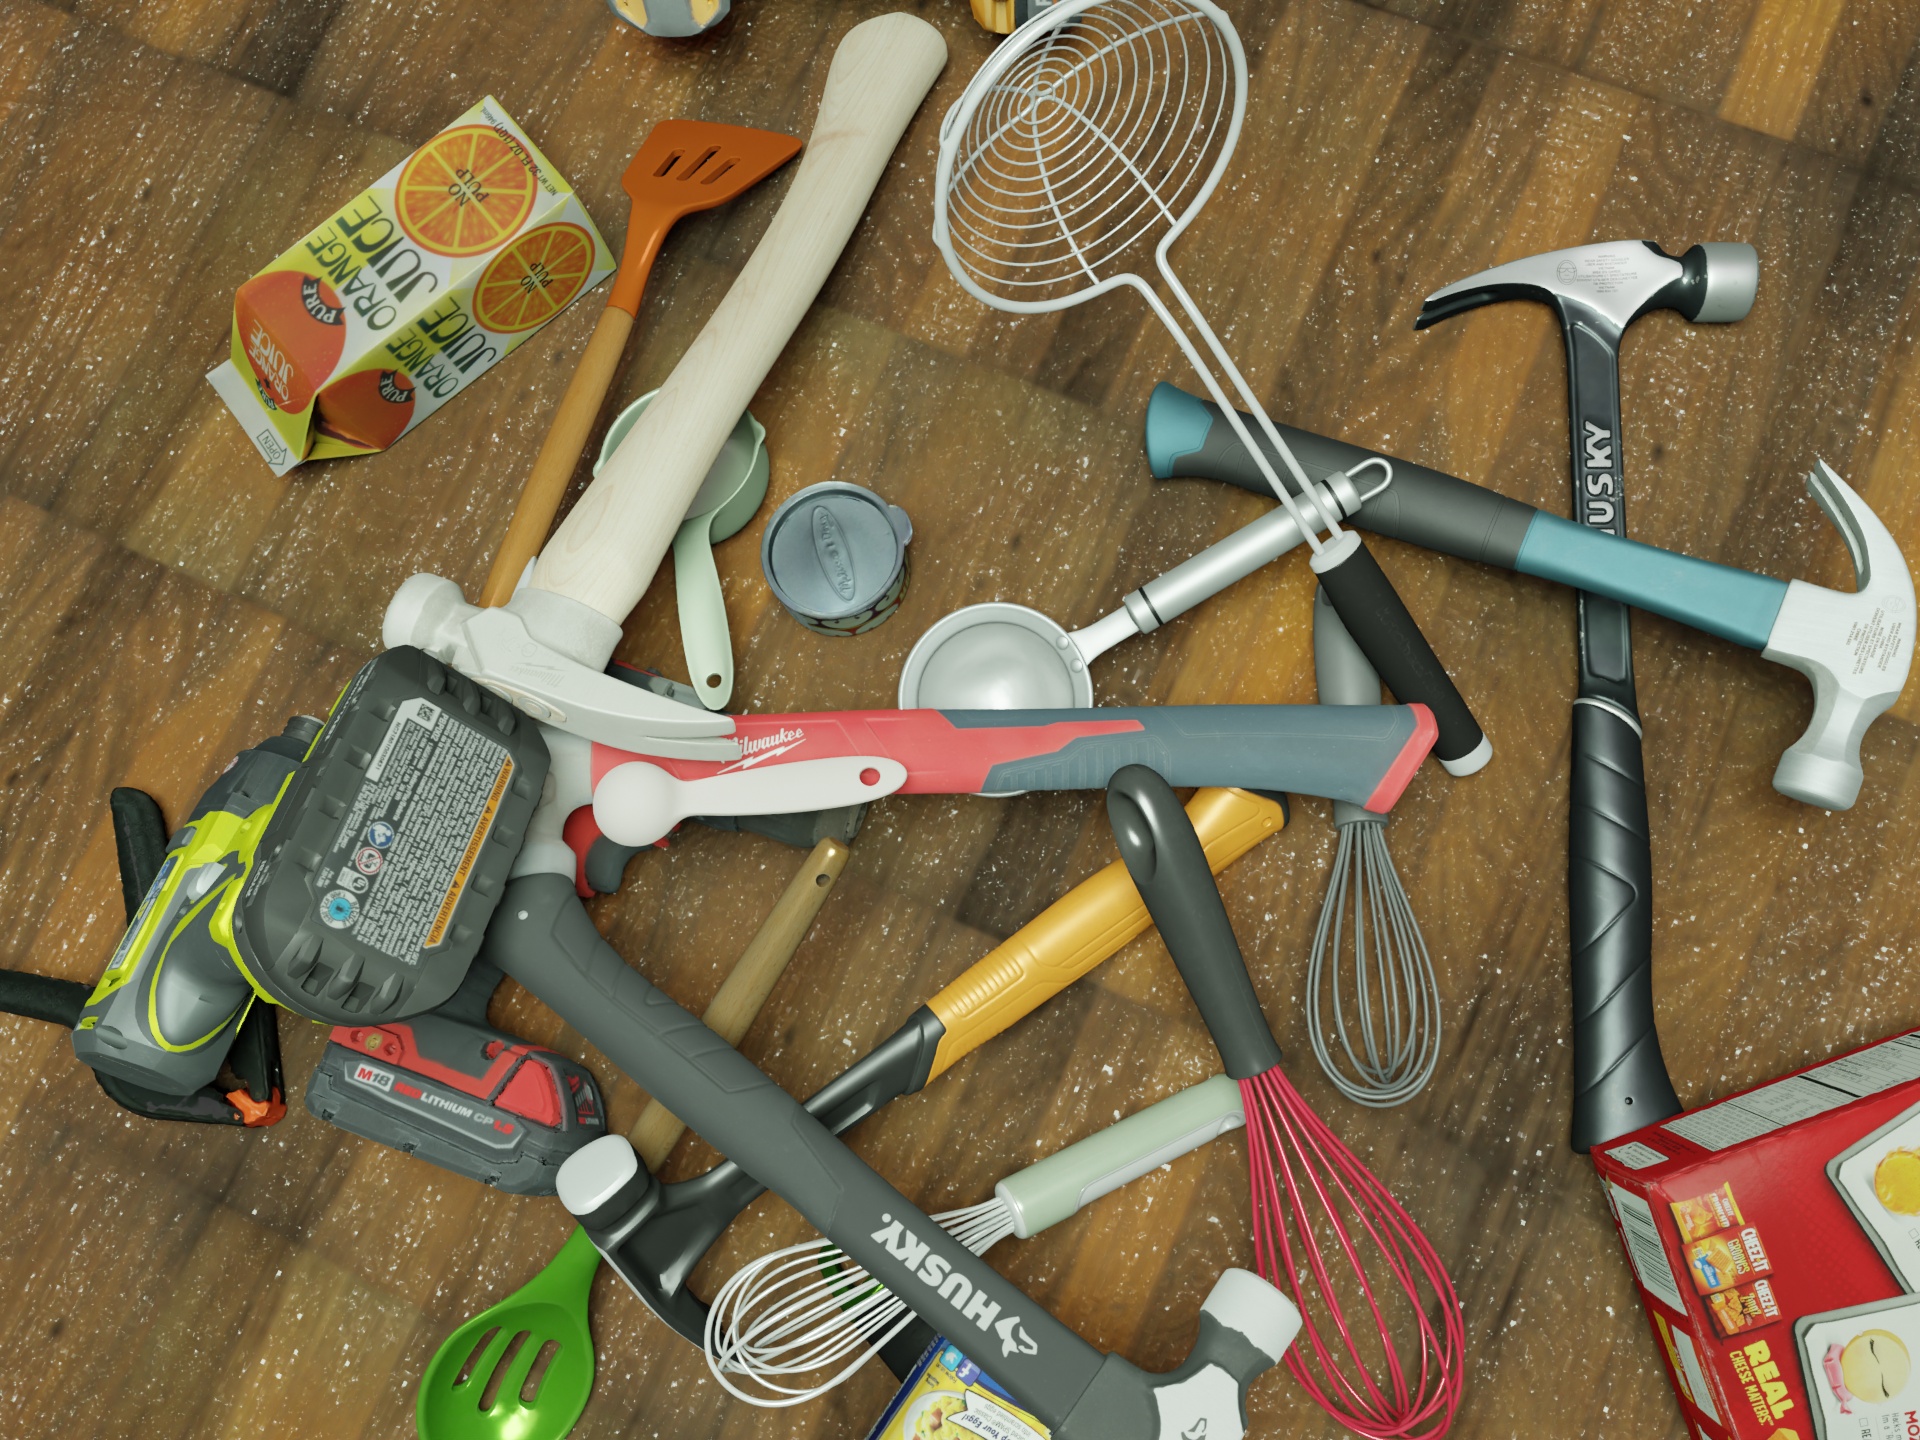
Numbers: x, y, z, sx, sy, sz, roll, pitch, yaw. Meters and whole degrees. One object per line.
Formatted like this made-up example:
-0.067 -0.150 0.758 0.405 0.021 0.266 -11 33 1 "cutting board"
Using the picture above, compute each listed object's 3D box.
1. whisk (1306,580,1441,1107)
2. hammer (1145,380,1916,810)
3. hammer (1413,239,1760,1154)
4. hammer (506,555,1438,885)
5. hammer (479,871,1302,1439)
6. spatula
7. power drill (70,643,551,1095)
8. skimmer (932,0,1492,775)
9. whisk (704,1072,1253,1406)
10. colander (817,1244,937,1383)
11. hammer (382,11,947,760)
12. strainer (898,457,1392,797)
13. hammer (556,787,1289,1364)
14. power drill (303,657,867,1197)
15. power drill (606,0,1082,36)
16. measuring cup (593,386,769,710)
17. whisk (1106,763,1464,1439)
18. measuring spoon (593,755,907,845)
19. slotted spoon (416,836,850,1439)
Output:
0.171 0.045 0.688 0.055 0.055 0.239 -2 72 5 "whisk"
0.228 -0.080 0.681 0.331 0.033 0.128 22 89 22 "hammer"
0.278 -0.021 0.697 0.149 0.036 0.409 2 78 7 "hammer"
-0.001 -0.002 0.660 0.386 0.038 0.143 -2 71 0 "hammer"
-0.055 0.167 0.569 0.335 0.035 0.146 36 66 14 "hammer"
-0.164 -0.163 0.743 0.081 0.041 0.323 13 72 14 "spatula"
-0.263 0.055 0.635 0.223 0.080 0.171 -18 47 44 "power drill"
0.122 -0.104 0.610 0.127 0.090 0.363 -36 110 6 "skimmer"
0.014 0.201 0.640 0.246 0.057 0.059 -22 51 -17 "whisk"
0.086 0.348 0.612 0.204 0.094 0.397 -45 60 -5 "colander"
-0.085 -0.170 0.704 0.146 0.038 0.411 20 63 8 "hammer"
0.074 -0.042 0.697 0.258 0.050 0.087 -30 82 9 "strainer"
0.005 0.129 0.664 0.337 0.127 0.034 -35 39 -13 "hammer"
-0.158 0.087 0.692 0.188 0.080 0.227 18 76 8 "power drill"
-0.052 -0.409 0.781 0.226 0.084 0.186 1 53 4 "power drill"
-0.119 -0.076 0.732 0.083 0.038 0.168 -13 69 4 "measuring cup"
0.124 0.152 0.624 0.073 0.073 0.296 -24 94 -1 "whisk"
-0.083 0.026 0.621 0.124 0.018 0.034 -6 69 -2 "measuring spoon"
-0.129 0.179 0.644 0.070 0.031 0.313 28 101 -24 "slotted spoon"
